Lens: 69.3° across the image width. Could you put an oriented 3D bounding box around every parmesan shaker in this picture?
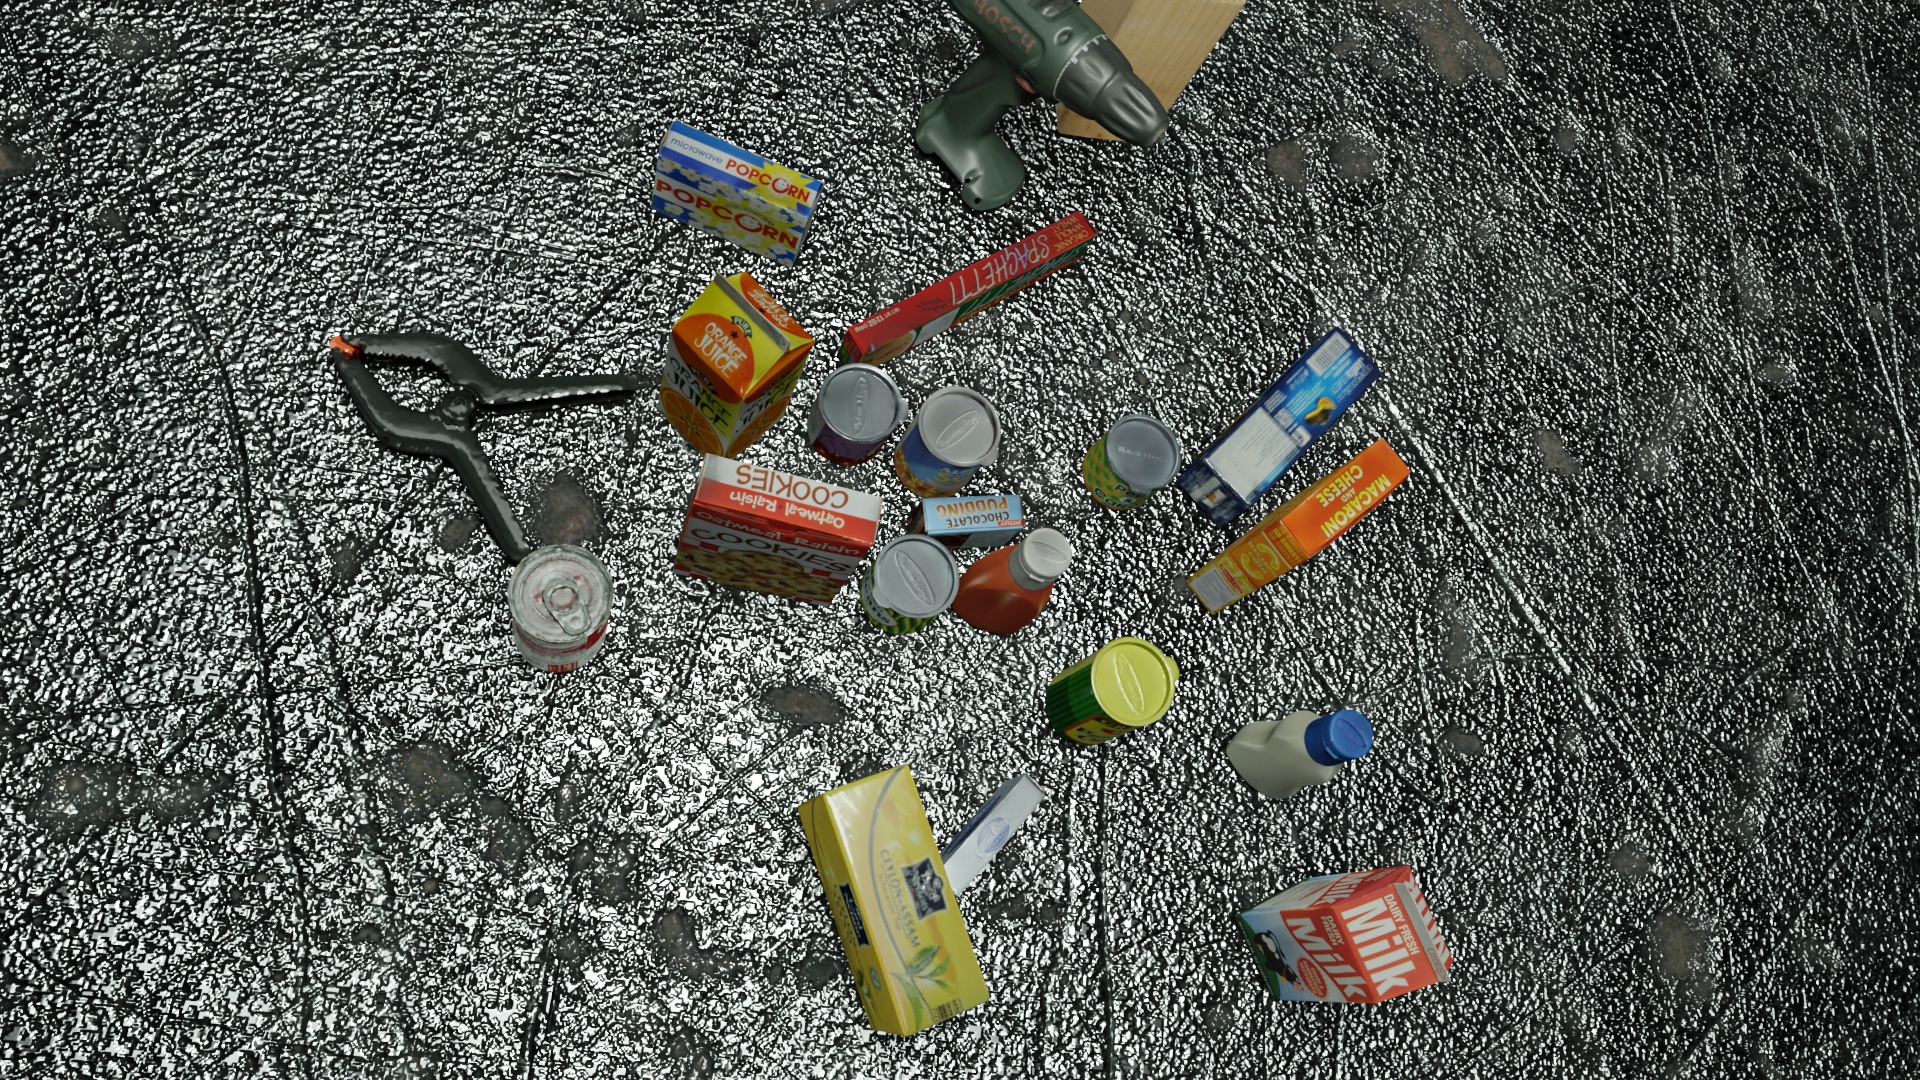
[{"bbox_3d":[0.115,0.117,1.061,0.071,0.102,0.071,5,71,-15],"label":"parmesan shaker"}]

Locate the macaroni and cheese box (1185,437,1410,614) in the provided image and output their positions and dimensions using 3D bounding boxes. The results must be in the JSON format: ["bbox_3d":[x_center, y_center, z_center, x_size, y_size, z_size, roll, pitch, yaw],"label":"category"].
[{"bbox_3d":[0.268,-0.008,1.115,0.124,0.166,0.040,-36,85,-24],"label":"macaroni and cheese box"}]

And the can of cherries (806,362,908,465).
[{"bbox_3d":[-0.082,-0.098,1.098,0.071,0.058,0.071,5,71,-15],"label":"can of cherries"}]

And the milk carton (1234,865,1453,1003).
[{"bbox_3d":[0.284,0.287,1.008,0.074,0.190,0.072,-20,79,-22],"label":"milk carton"}]

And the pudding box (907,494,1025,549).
[{"bbox_3d":[0.004,-0.014,1.100,0.084,0.049,0.030,-3,74,-18],"label":"pudding box"}]

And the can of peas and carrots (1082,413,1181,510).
[{"bbox_3d":[0.141,-0.062,1.153,0.071,0.058,0.071,5,71,-15],"label":"can of peas and carrots"}]

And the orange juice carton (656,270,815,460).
[{"bbox_3d":[-0.164,-0.128,1.010,0.072,0.192,0.073,46,66,1],"label":"orange juice carton"}]

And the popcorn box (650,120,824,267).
[{"bbox_3d":[-0.181,-0.276,1.113,0.127,0.085,0.038,21,68,-9],"label":"popcorn box"}]

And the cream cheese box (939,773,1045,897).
[{"bbox_3d":[0.015,0.219,1.024,0.024,0.053,0.104,45,66,1],"label":"cream cheese box"}]

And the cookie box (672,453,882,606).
[{"bbox_3d":[-0.135,-0.002,0.990,0.123,0.167,0.040,13,69,-12],"label":"cookie box"}]

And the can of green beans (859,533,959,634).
[{"bbox_3d":[-0.040,0.035,1.066,0.071,0.057,0.071,5,71,-15],"label":"can of green beans"}]

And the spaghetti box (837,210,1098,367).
[{"bbox_3d":[0.008,-0.208,1.167,0.251,0.050,0.029,-31,84,-23],"label":"spaghetti box"}]

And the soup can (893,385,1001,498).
[{"bbox_3d":[-0.010,-0.073,1.098,0.071,0.083,0.071,5,71,-15],"label":"soup can"}]

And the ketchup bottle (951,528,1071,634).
[{"bbox_3d":[0.042,0.031,1.043,0.065,0.148,0.044,23,68,-9],"label":"ketchup bottle"}]

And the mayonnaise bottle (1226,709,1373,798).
[{"bbox_3d":[0.262,0.161,1.066,0.065,0.147,0.041,46,66,1],"label":"mayonnaise bottle"}]
